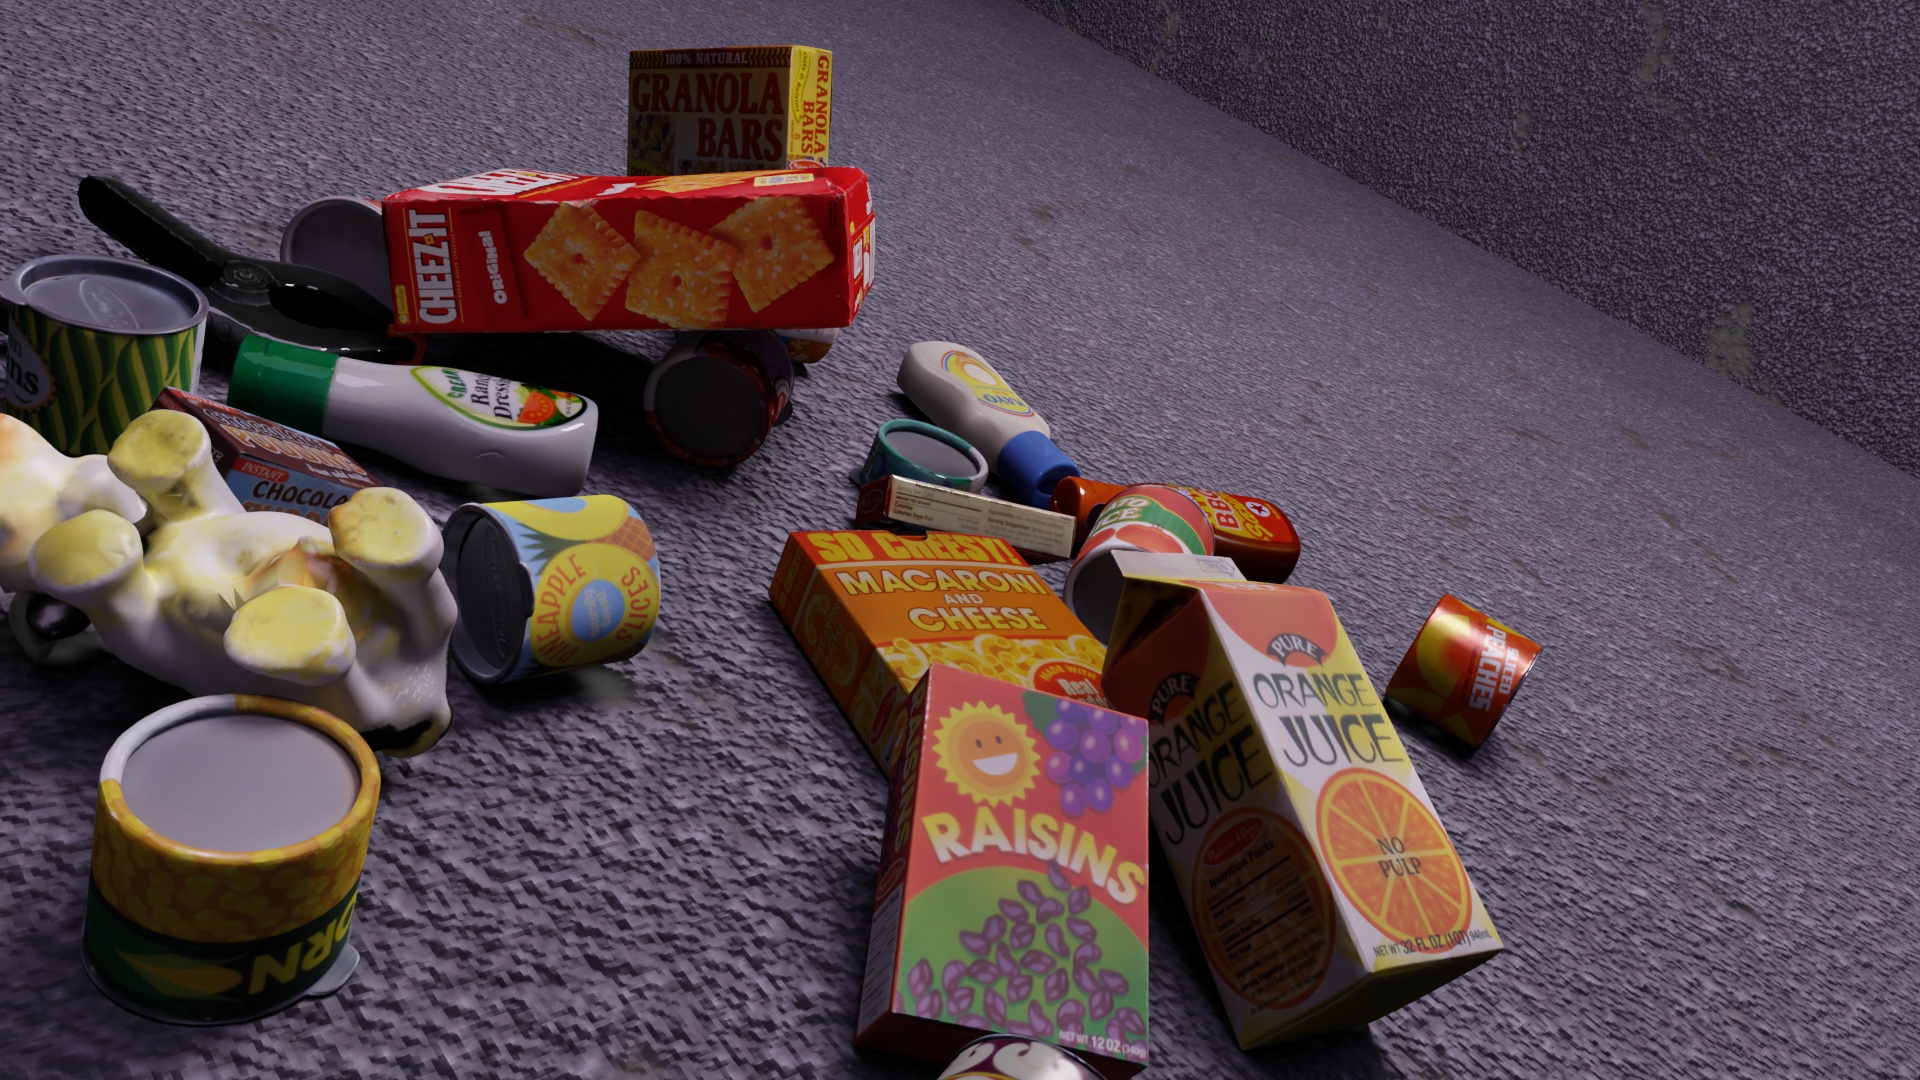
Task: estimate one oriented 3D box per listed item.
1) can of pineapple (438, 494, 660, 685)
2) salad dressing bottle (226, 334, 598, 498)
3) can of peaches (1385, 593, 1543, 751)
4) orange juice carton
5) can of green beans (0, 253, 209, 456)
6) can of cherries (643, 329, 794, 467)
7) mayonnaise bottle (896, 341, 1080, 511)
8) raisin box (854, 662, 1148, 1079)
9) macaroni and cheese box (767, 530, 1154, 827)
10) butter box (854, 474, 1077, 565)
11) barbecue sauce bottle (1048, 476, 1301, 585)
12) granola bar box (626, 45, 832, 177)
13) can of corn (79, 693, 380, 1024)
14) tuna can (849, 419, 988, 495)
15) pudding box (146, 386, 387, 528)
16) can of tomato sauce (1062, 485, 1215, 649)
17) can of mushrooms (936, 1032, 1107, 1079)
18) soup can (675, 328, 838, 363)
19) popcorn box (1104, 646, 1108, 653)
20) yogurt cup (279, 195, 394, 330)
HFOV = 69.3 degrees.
[{"bbox_3d":[-0.152,0.017,0.517,0.058,0.070,0.071,-7,39,-46],"label":"can of pineapple"},{"bbox_3d":[-0.238,-0.055,0.612,0.148,0.043,0.064,11,27,-22],"label":"salad dressing bottle"},{"bbox_3d":[0.272,0.070,0.752,0.058,0.071,0.071,32,28,20],"label":"can of peaches"},{"bbox_3d":[0.116,0.083,0.532,0.072,0.072,0.193,4,52,-34],"label":"orange juice carton"},{"bbox_3d":[-0.338,-0.073,0.550,0.071,0.057,0.071,19,26,-9],"label":"can of green beans"},{"bbox_3d":[-0.122,-0.077,0.720,0.071,0.071,0.059,21,26,-4],"label":"can of cherries"},{"bbox_3d":[0.020,-0.071,0.847,0.065,0.041,0.148,4,31,-37],"label":"mayonnaise bottle"},{"bbox_3d":[0.018,0.110,0.462,0.086,0.039,0.124,16,51,-12],"label":"raisin box"},{"bbox_3d":[0.008,0.057,0.599,0.124,0.040,0.167,1,34,-38],"label":"macaroni and cheese box"},{"bbox_3d":[0.003,-0.009,0.710,0.103,0.024,0.053,12,-9,-20],"label":"butter box"},{"bbox_3d":[0.123,-0.008,0.810,0.149,0.043,0.065,8,30,-26],"label":"barbecue sauce bottle"},{"bbox_3d":[-0.154,-0.256,0.908,0.165,0.124,0.039,15,17,39],"label":"granola bar box"},{"bbox_3d":[-0.192,0.084,0.371,0.071,0.058,0.071,18,27,-9],"label":"can of corn"},{"bbox_3d":[-0.022,-0.038,0.762,0.071,0.032,0.071,19,26,-10],"label":"tuna can"},{"bbox_3d":[-0.256,-0.023,0.517,0.050,0.030,0.083,34,1,22],"label":"pudding box"},{"bbox_3d":[0.091,0.015,0.714,0.071,0.071,0.083,26,27,6],"label":"can of tomato sauce"},{"bbox_3d":[0.017,0.168,0.367,0.071,0.070,0.033,32,29,18],"label":"can of mushrooms"},{"bbox_3d":[-0.125,-0.145,0.847,0.084,0.071,0.071,4,32,-35],"label":"soup can"},{"bbox_3d":[0.131,0.084,0.649,0.127,0.038,0.085,1,34,-37],"label":"popcorn box"},{"bbox_3d":[-0.300,-0.142,0.706,0.072,0.072,0.054,21,18,-4],"label":"yogurt cup"}]
